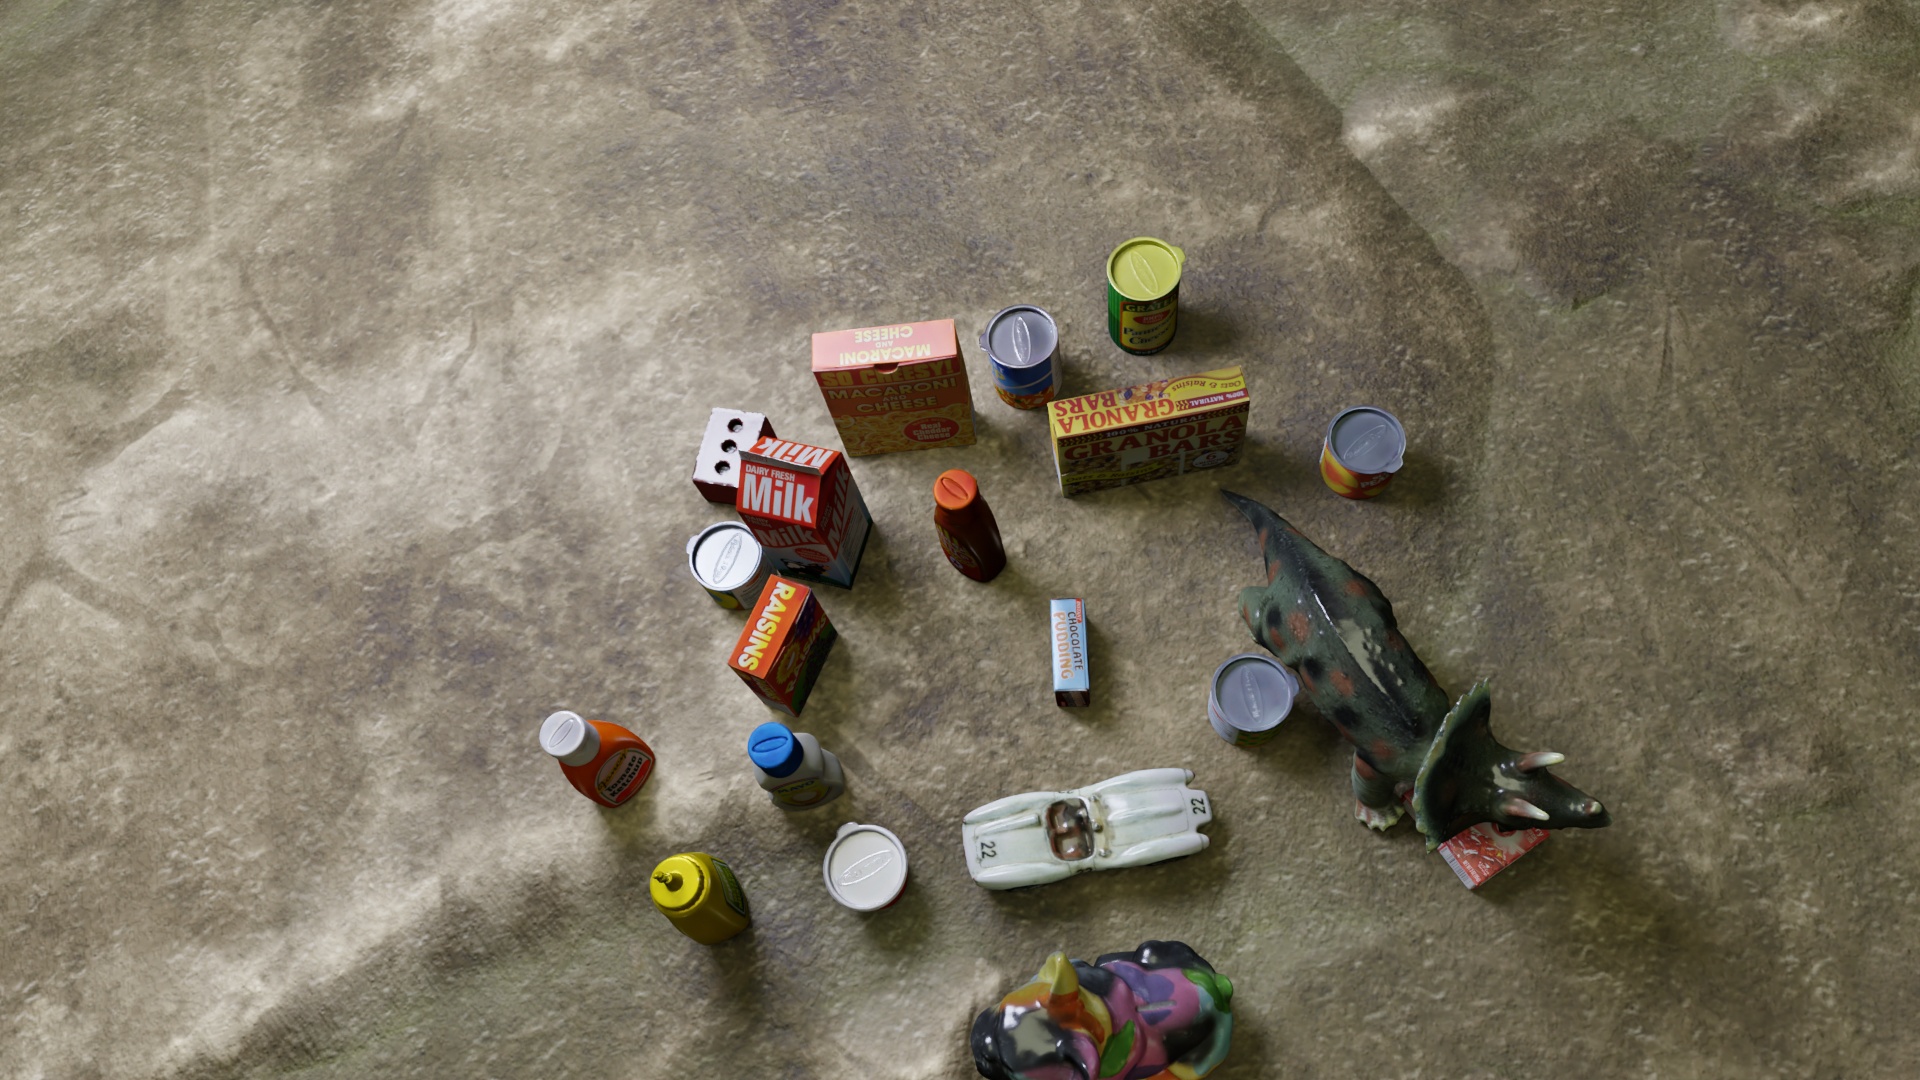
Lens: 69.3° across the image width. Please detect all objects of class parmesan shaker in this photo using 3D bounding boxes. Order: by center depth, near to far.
[{"bbox_3d":[0.171,-0.223,1.275,0.071,0.102,0.071,-2,68,6],"label":"parmesan shaker"}]

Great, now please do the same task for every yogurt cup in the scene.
[{"bbox_3d":[-0.073,0.269,1.126,0.072,0.053,0.072,-2,68,6],"label":"yogurt cup"}]

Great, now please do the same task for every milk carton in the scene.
[{"bbox_3d":[-0.133,-0.029,1.182,0.072,0.190,0.073,12,70,12],"label":"milk carton"}]

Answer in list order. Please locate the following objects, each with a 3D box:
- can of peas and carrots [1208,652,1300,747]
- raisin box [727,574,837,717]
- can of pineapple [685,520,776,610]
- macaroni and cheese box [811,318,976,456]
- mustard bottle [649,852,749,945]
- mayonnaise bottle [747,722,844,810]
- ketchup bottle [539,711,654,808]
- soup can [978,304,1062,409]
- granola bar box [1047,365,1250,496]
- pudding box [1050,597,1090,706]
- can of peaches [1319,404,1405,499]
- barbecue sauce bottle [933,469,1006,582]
[{"bbox_3d":[0.241,0.132,1.144,0.071,0.058,0.071,-2,68,6],"label":"can of peas and carrots"},{"bbox_3d":[-0.148,0.091,1.171,0.040,0.123,0.086,21,72,14],"label":"raisin box"},{"bbox_3d":[-0.204,0.022,1.242,0.071,0.057,0.071,-2,68,6],"label":"can of pineapple"},{"bbox_3d":[-0.055,-0.131,1.229,0.124,0.166,0.040,-6,68,4],"label":"macaroni and cheese box"},{"bbox_3d":[-0.207,0.275,1.082,0.049,0.159,0.065,-25,67,-4],"label":"mustard bottle"},{"bbox_3d":[-0.136,0.182,1.118,0.065,0.147,0.041,-16,67,0],"label":"mayonnaise bottle"},{"bbox_3d":[-0.301,0.176,1.140,0.043,0.148,0.065,32,75,18],"label":"ketchup bottle"},{"bbox_3d":[0.056,-0.167,1.275,0.071,0.083,0.071,-2,68,6],"label":"soup can"},{"bbox_3d":[0.163,-0.092,1.210,0.165,0.123,0.039,-11,67,2],"label":"granola bar box"},{"bbox_3d":[0.094,0.095,1.181,0.030,0.049,0.084,-3,67,6],"label":"pudding box"},{"bbox_3d":[0.353,-0.075,1.217,0.071,0.058,0.071,-2,68,6],"label":"can of peaches"},{"bbox_3d":[0.004,-0.015,1.183,0.065,0.148,0.044,40,78,19],"label":"barbecue sauce bottle"}]
